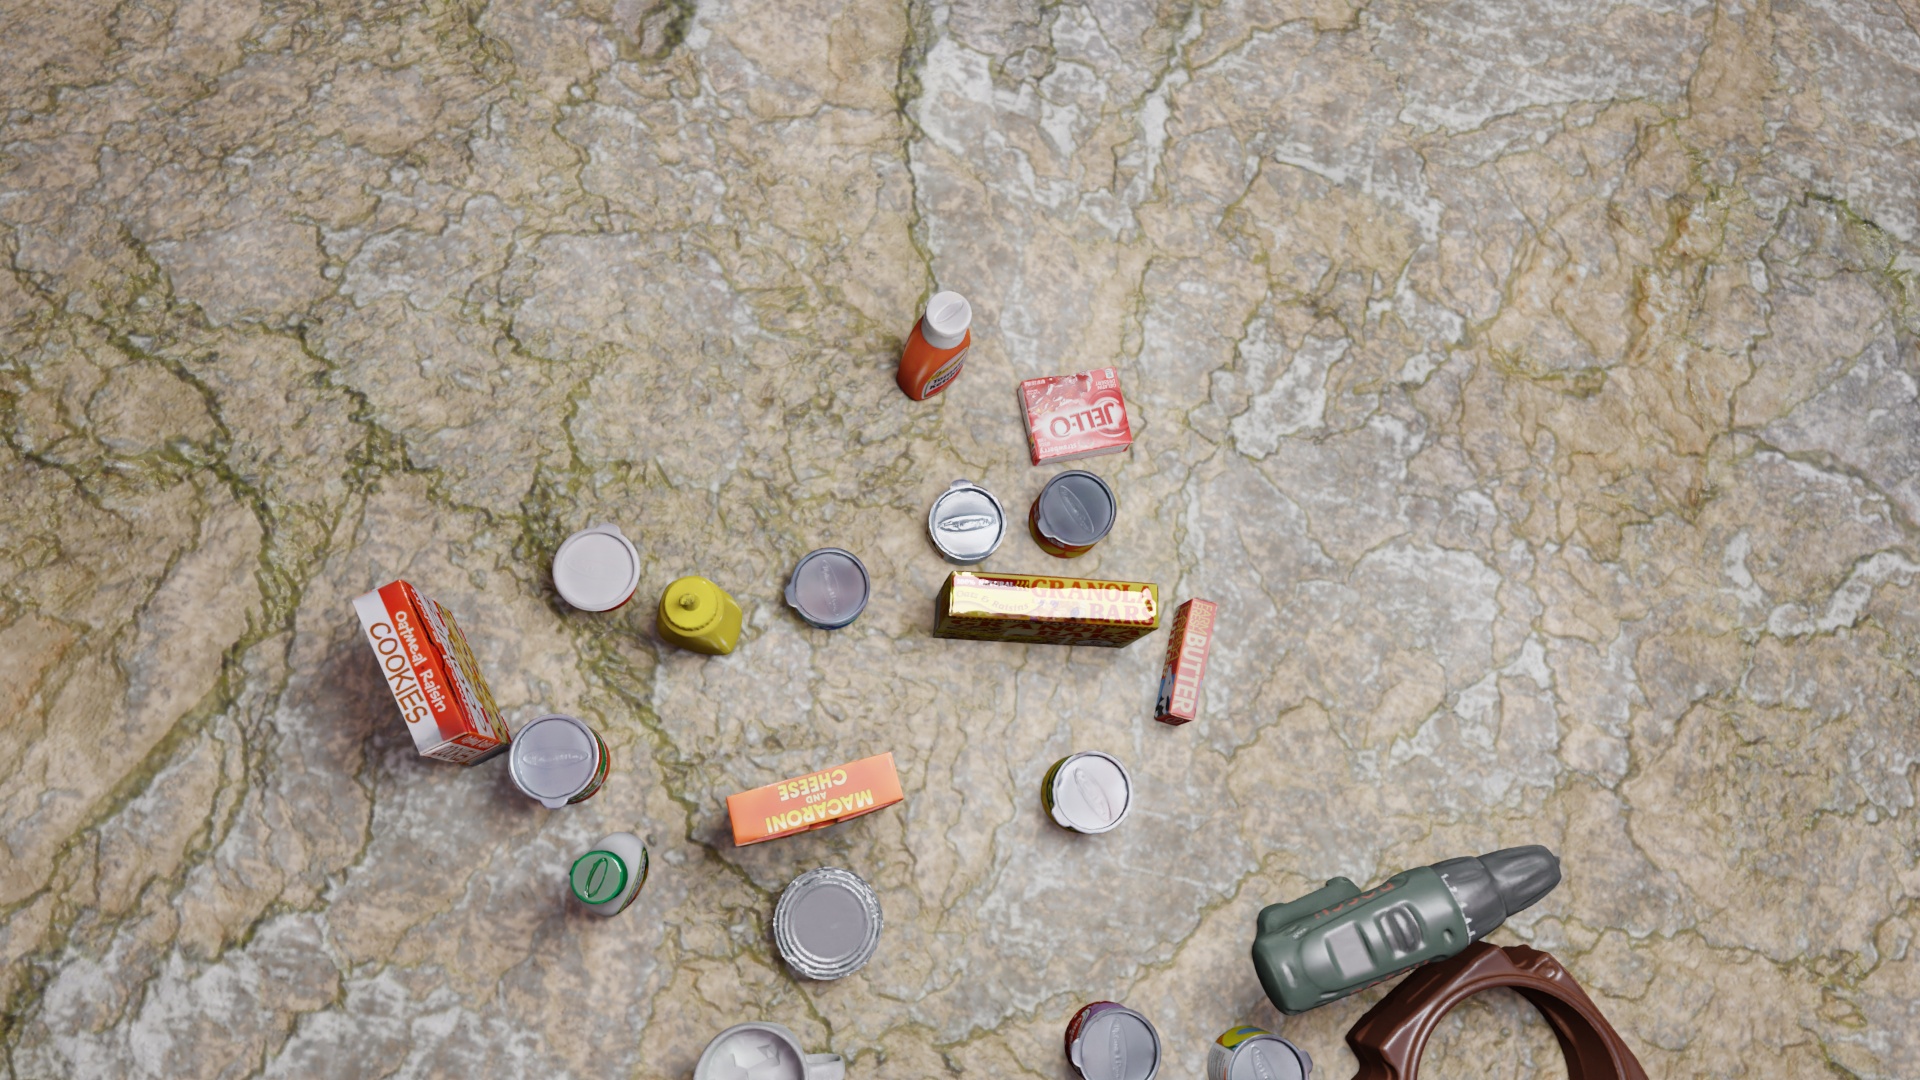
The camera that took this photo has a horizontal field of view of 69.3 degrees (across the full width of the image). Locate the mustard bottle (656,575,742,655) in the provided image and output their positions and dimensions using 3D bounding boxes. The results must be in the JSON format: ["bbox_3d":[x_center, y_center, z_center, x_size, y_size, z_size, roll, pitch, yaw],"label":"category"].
[{"bbox_3d":[-0.205,0.056,1.080,0.065,0.160,0.049,14,77,-4],"label":"mustard bottle"}]

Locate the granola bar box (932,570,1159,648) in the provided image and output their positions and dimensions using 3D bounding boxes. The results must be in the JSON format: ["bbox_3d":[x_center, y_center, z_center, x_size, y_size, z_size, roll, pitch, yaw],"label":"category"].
[{"bbox_3d":[0.066,0.057,1.133,0.166,0.124,0.039,4,78,-6],"label":"granola bar box"}]

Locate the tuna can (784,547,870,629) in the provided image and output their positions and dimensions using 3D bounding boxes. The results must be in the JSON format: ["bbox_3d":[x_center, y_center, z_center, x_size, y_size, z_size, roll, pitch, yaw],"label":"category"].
[{"bbox_3d":[-0.111,0.042,1.161,0.071,0.032,0.071,2,77,-7],"label":"tuna can"}]

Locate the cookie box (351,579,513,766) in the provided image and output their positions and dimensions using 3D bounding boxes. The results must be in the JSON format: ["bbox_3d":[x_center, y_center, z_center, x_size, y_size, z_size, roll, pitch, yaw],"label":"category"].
[{"bbox_3d":[-0.391,0.103,1.043,0.040,0.167,0.123,-26,82,-12],"label":"cookie box"}]

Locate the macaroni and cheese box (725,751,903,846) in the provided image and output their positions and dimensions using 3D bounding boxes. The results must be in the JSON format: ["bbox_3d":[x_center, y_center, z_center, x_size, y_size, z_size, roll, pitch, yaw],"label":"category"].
[{"bbox_3d":[-0.111,0.199,1.057,0.124,0.166,0.040,-14,80,-10],"label":"macaroni and cheese box"}]

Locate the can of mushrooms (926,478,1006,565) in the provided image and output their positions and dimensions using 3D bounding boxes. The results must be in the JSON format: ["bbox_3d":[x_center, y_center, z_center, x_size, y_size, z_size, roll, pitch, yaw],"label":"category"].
[{"bbox_3d":[0.004,-0.015,1.188,0.071,0.033,0.071,2,77,-7],"label":"can of mushrooms"}]

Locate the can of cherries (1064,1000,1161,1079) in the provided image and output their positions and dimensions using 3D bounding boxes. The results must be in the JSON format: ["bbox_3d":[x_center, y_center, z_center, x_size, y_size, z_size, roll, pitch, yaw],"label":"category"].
[{"bbox_3d":[0.117,0.400,1.097,0.071,0.058,0.071,2,78,-7],"label":"can of cherries"}]

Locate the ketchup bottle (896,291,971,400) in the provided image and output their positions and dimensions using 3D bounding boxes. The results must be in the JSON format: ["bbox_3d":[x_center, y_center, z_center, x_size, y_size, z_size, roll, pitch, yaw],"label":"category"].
[{"bbox_3d":[-0.019,-0.164,1.159,0.065,0.148,0.043,-40,85,-13],"label":"ketchup bottle"}]

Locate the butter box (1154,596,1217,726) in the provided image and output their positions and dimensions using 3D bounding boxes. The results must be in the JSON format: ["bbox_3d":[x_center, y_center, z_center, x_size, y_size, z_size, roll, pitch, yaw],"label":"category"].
[{"bbox_3d":[0.190,0.102,1.175,0.024,0.053,0.104,15,76,-4],"label":"butter box"}]

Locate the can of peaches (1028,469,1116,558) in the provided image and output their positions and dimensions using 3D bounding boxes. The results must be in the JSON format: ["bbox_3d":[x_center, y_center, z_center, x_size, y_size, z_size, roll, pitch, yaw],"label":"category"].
[{"bbox_3d":[0.093,-0.021,1.188,0.071,0.058,0.071,2,78,-7],"label":"can of peaches"}]

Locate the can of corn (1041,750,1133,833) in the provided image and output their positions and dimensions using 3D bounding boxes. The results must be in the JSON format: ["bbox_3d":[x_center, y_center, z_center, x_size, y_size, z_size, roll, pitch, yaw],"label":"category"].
[{"bbox_3d":[0.101,0.208,1.138,0.071,0.058,0.071,2,78,-7],"label":"can of corn"}]

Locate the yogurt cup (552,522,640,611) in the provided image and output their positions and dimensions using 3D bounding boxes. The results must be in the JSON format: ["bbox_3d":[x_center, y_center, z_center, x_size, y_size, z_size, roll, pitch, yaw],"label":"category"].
[{"bbox_3d":[-0.293,0.027,1.130,0.072,0.054,0.072,2,78,-7],"label":"yogurt cup"}]

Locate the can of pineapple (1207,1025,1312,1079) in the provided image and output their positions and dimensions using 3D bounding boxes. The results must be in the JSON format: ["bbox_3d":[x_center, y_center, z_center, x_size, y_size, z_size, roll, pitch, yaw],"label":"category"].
[{"bbox_3d":[0.238,0.424,1.107,0.071,0.057,0.071,2,78,-7],"label":"can of pineapple"}]

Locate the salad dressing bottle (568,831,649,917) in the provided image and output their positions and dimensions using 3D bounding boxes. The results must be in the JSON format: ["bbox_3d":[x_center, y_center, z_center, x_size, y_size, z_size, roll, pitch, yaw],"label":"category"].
[{"bbox_3d":[-0.263,0.250,1.036,0.044,0.147,0.064,22,76,-2],"label":"salad dressing bottle"}]

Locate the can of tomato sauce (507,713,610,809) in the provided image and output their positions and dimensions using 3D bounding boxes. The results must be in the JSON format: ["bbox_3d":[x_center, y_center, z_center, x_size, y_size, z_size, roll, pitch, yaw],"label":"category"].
[{"bbox_3d":[-0.310,0.173,1.081,0.071,0.083,0.071,2,78,-7],"label":"can of tomato sauce"}]
